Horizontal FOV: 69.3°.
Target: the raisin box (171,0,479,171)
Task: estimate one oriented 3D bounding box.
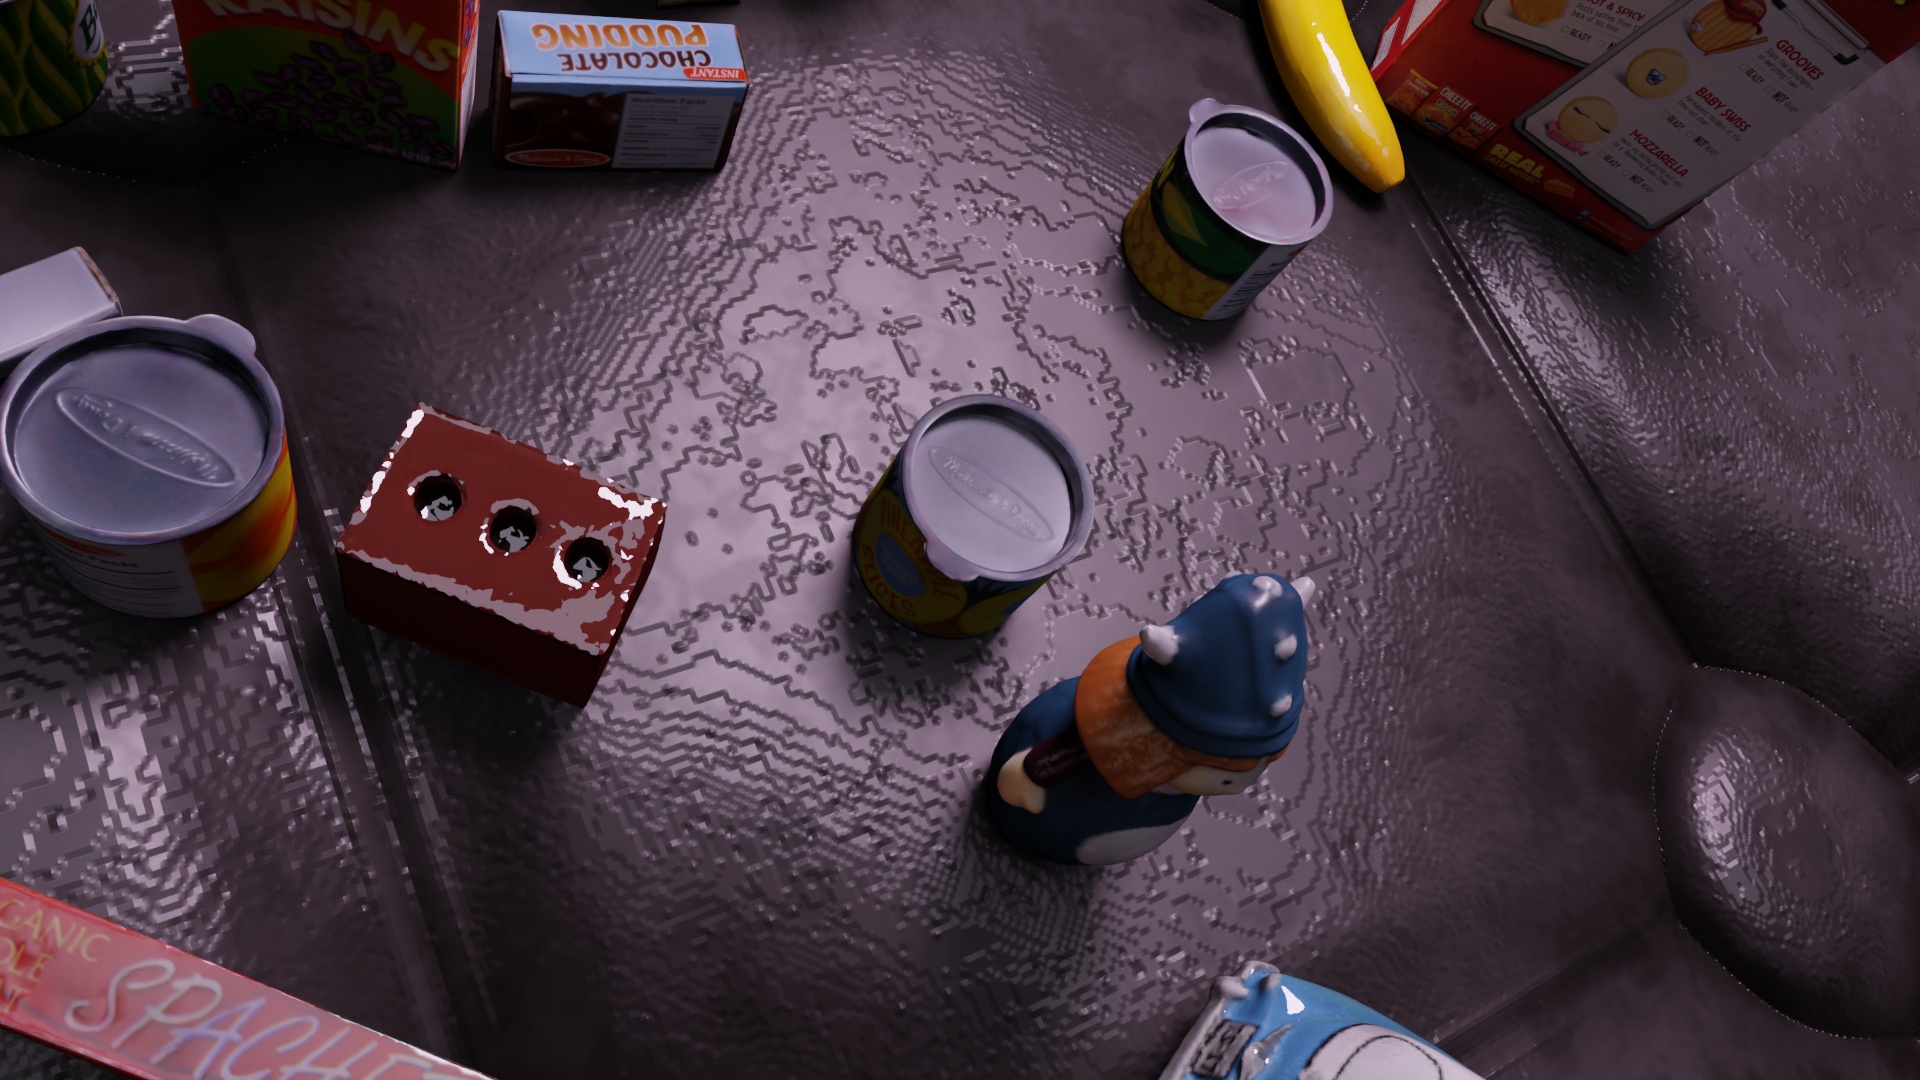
[{"bbox_3d":[-0.194,-0.174,0.426,0.086,0.123,0.040,11,63,-17],"label":"raisin box"}]

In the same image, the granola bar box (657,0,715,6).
[{"bbox_3d":[-0.113,-0.309,0.522,0.039,0.123,0.166,-15,73,-27],"label":"granola bar box"}]

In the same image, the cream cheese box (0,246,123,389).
[{"bbox_3d":[-0.276,-0.036,0.369,0.104,0.053,0.024,-35,82,-31],"label":"cream cheese box"}]

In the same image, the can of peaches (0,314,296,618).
[{"bbox_3d":[-0.218,-0.020,0.381,0.071,0.057,0.071,9,63,-18],"label":"can of peaches"}]

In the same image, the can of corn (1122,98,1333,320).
[{"bbox_3d":[0.105,-0.134,0.565,0.071,0.058,0.071,9,63,-18],"label":"can of corn"}]

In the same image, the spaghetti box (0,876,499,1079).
[{"bbox_3d":[-0.135,0.142,0.343,0.250,0.050,0.029,26,60,-9],"label":"spaghetti box"}]

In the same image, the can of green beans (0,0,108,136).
[{"bbox_3d":[-0.299,-0.165,0.418,0.071,0.057,0.071,9,63,-18],"label":"can of green beans"}]

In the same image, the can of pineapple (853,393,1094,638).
[{"bbox_3d":[0.002,-0.006,0.463,0.071,0.057,0.071,9,63,-18],"label":"can of pineapple"}]

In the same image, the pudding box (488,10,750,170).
[{"bbox_3d":[-0.121,-0.157,0.490,0.084,0.049,0.030,-7,69,-24],"label":"pudding box"}]
